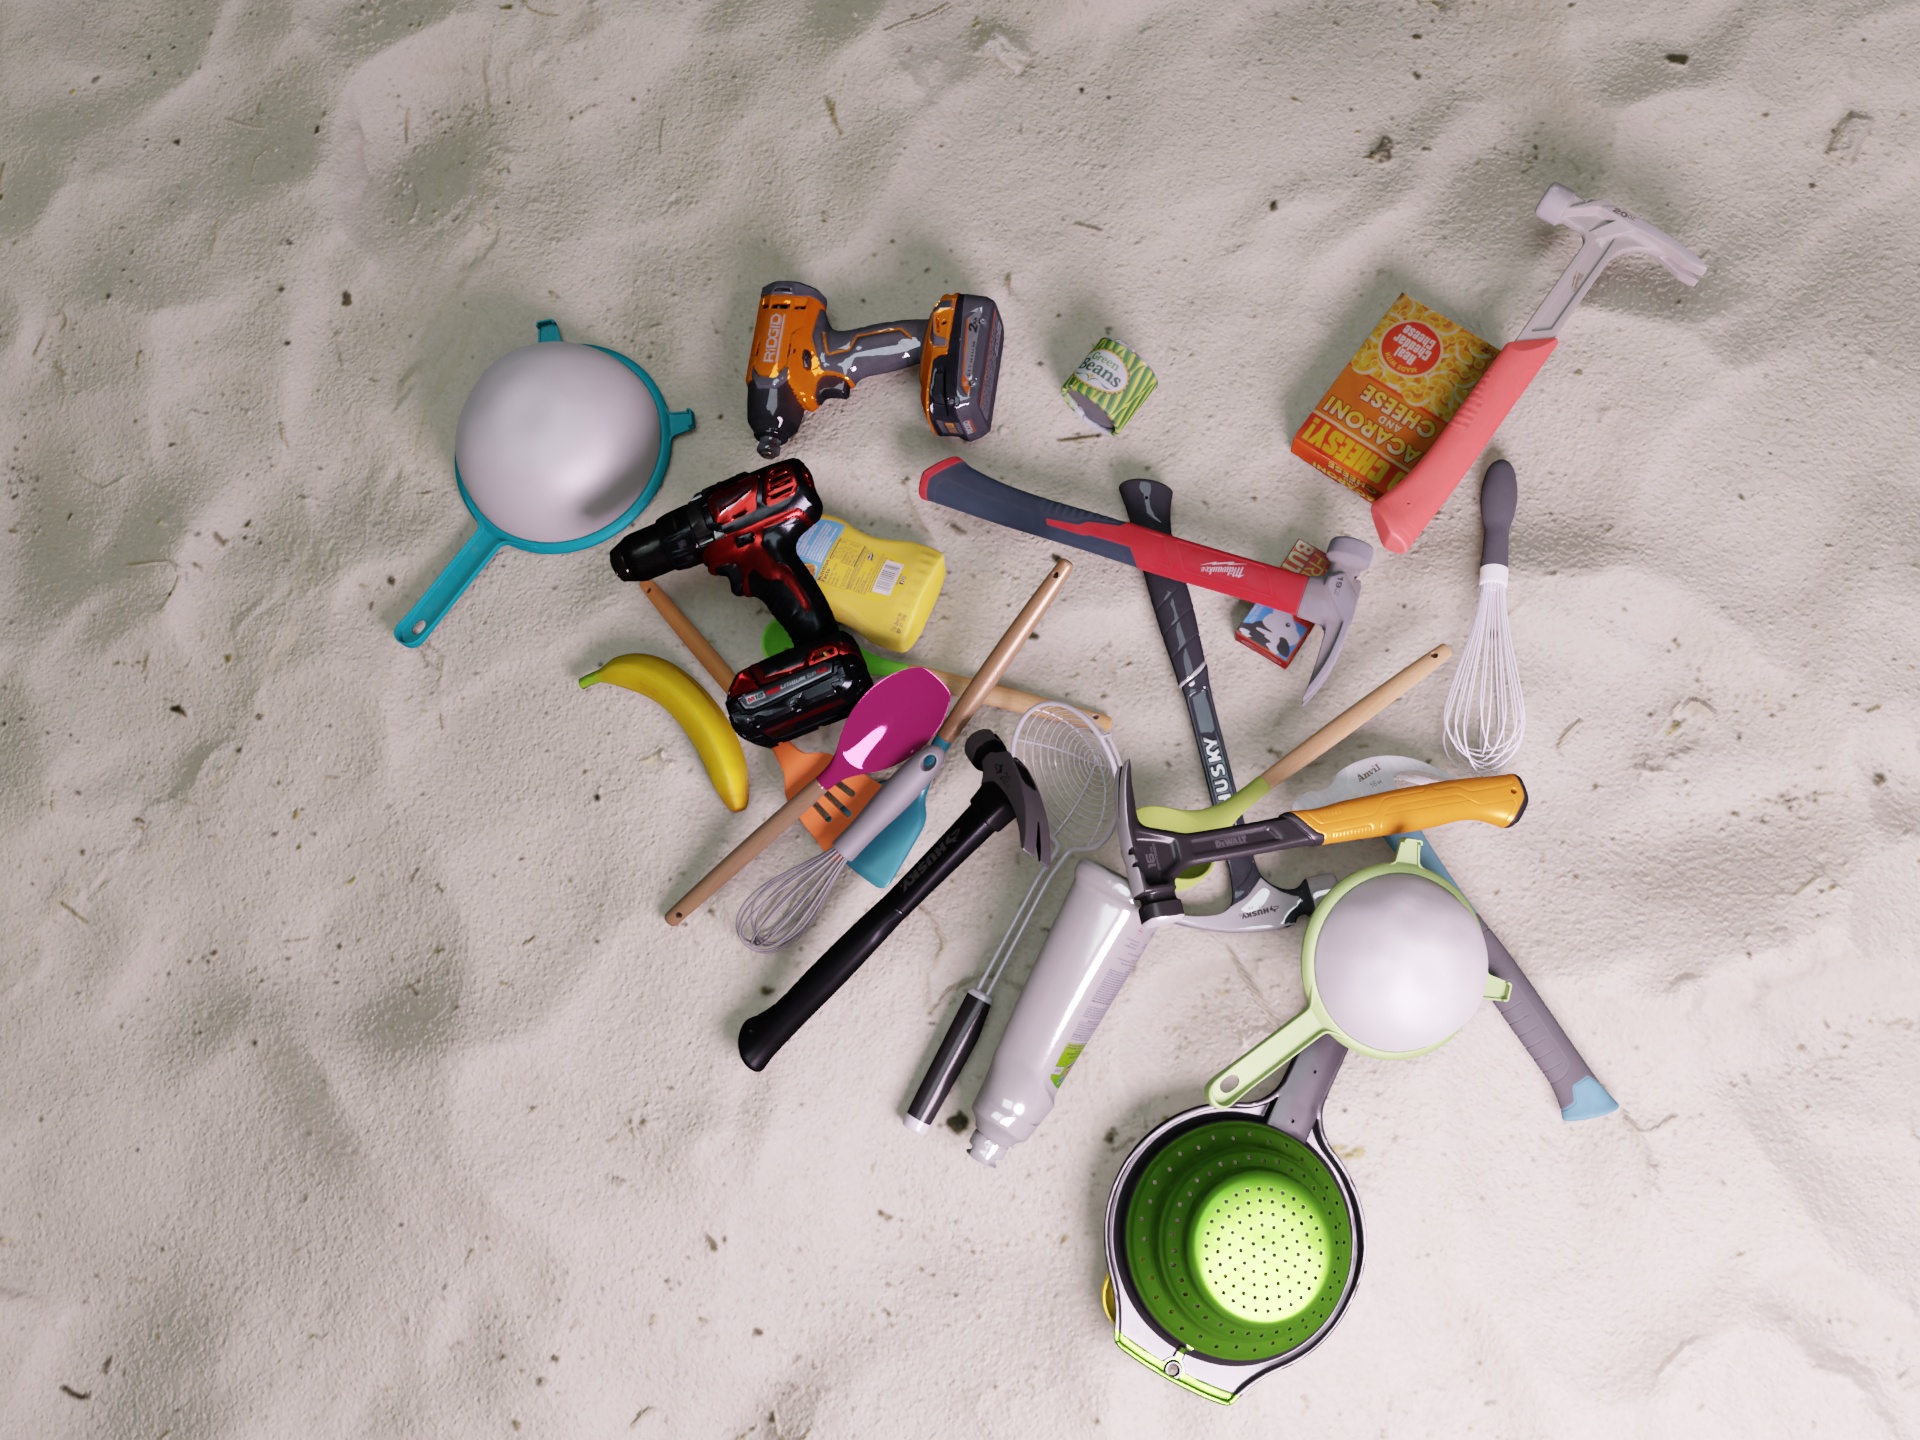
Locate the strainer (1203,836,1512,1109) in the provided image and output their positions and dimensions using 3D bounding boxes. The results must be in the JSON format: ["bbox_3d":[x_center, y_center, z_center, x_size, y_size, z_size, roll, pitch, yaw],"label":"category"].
[{"bbox_3d":[0.293,0.212,1.177,0.256,0.069,0.151,-34,95,-11],"label":"strainer"}]

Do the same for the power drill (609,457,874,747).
[{"bbox_3d":[-0.184,-0.094,1.337,0.188,0.080,0.227,-22,74,5],"label":"power drill"}]

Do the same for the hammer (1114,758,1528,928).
[{"bbox_3d":[0.285,0.073,1.236,0.337,0.034,0.127,-8,73,-13],"label":"hammer"}]

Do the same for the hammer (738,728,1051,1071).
[{"bbox_3d":[-0.060,0.163,1.290,0.335,0.035,0.146,-46,38,9],"label":"hammer"}]

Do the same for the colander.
[{"bbox_3d":[0.253,0.322,1.211,0.204,0.094,0.397,28,77,2],"label":"colander"}]

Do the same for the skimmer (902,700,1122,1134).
[{"bbox_3d":[0.027,0.162,1.295,0.127,0.090,0.363,21,81,45],"label":"skimmer"}]

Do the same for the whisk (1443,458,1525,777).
[{"bbox_3d":[0.441,-0.090,1.324,0.070,0.070,0.285,7,73,9],"label":"whisk"}]

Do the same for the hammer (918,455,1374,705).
[{"bbox_3d":[0.141,-0.135,1.350,0.386,0.038,0.143,18,81,14],"label":"hammer"}]

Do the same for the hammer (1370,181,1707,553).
[{"bbox_3d":[0.469,-0.284,1.337,0.149,0.036,0.359,35,81,12],"label":"hammer"}]

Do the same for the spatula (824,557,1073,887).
[{"bbox_3d":[-0.002,-0.004,1.335,0.082,0.044,0.317,40,106,19],"label":"spatula"}]

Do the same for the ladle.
[{"bbox_3d":[0.265,0.030,1.278,0.320,0.062,0.078,-36,63,-3],"label":"ladle"}]

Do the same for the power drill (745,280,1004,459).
[{"bbox_3d":[-0.084,-0.309,1.434,0.226,0.084,0.164,6,77,13],"label":"power drill"}]

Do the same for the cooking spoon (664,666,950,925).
[{"bbox_3d":[-0.135,0.069,1.335,0.319,0.017,0.068,-42,112,11],"label":"cooking spoon"}]

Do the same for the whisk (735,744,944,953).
[{"bbox_3d":[-0.100,0.106,1.327,0.239,0.055,0.055,-46,75,7],"label":"whisk"}]

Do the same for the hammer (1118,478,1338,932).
[{"bbox_3d":[0.197,-0.018,1.347,0.149,0.036,0.409,-14,74,5],"label":"hammer"}]

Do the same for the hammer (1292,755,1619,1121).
[{"bbox_3d":[0.406,0.172,1.262,0.128,0.033,0.331,-29,78,-17],"label":"hammer"}]

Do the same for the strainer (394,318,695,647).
[{"bbox_3d":[-0.415,-0.215,1.443,0.211,0.095,0.340,34,81,14],"label":"strainer"}]

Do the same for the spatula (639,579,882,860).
[{"bbox_3d":[-0.184,-0.016,1.391,0.081,0.041,0.323,-47,66,11],"label":"spatula"}]

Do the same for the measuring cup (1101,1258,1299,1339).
[{"bbox_3d":[0.186,0.444,1.243,0.156,0.029,0.062,-5,77,-6],"label":"measuring cup"}]

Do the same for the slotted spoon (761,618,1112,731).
[{"bbox_3d":[-0.022,-0.033,1.382,0.314,0.031,0.070,14,61,8],"label":"slotted spoon"}]
